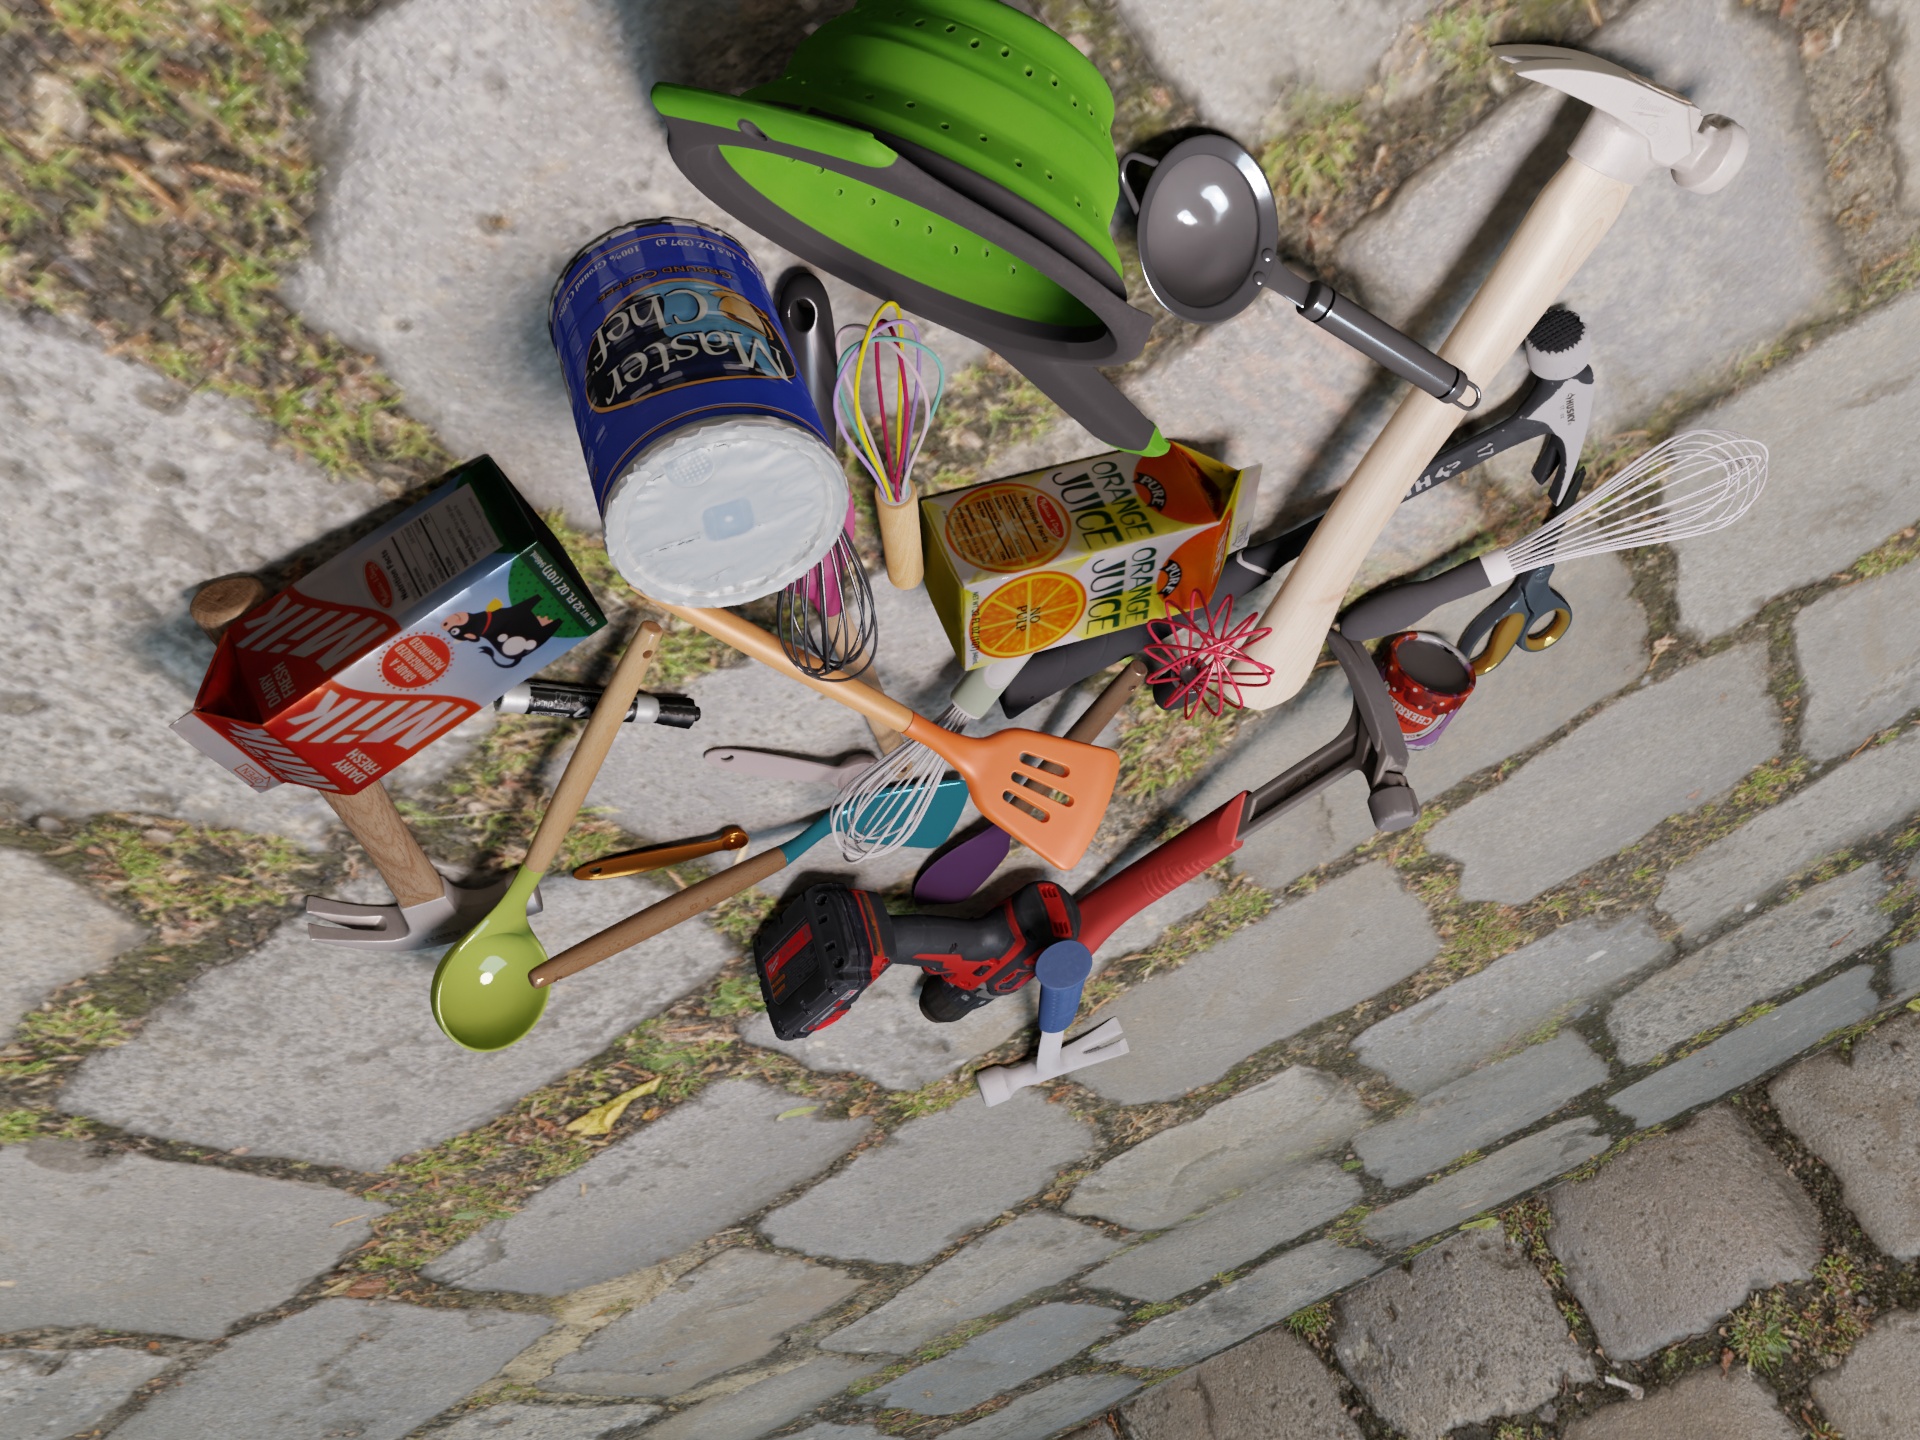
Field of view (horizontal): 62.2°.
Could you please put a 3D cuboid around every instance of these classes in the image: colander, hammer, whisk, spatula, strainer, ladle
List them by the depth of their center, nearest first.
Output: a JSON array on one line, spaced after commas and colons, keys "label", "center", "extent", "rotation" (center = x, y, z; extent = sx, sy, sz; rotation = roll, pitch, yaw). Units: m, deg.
[{"label": "colander", "center": [0.030, -0.214, 0.707], "extent": [0.396, 0.205, 0.094], "rotation": [19, 95, -63]}, {"label": "strainer", "center": [0.169, -0.211, 0.792], "extent": [0.258, 0.050, 0.087], "rotation": [22, 90, -27]}, {"label": "whisk", "center": [-0.032, -0.128, 0.798], "extent": [0.051, 0.047, 0.244], "rotation": [-8, 159, -1]}, {"label": "whisk", "center": [-0.071, -0.114, 0.807], "extent": [0.055, 0.055, 0.238], "rotation": [-12, 133, -14]}, {"label": "hammer", "center": [0.249, -0.166, 0.890], "extent": [0.146, 0.038, 0.410], "rotation": [11, 129, -23]}, {"label": "hammer", "center": [-0.343, 0.039, 0.890], "extent": [0.130, 0.031, 0.331], "rotation": [-17, 144, -8]}, {"label": "spatula", "center": [-0.046, -0.009, 0.916], "extent": [0.322, 0.041, 0.081], "rotation": [28, 83, -29]}, {"label": "ladle", "center": [-0.235, 0.075, 0.930], "extent": [0.078, 0.062, 0.320], "rotation": [-1, 134, -45]}, {"label": "whisk", "center": [0.137, -0.029, 0.946], "extent": [0.073, 0.073, 0.296], "rotation": [-23, 175, 1]}, {"label": "whisk", "center": [-0.002, -0.003, 0.988], "extent": [0.057, 0.059, 0.246], "rotation": [30, 111, -23]}, {"label": "hammer", "center": [0.203, -0.105, 0.995], "extent": [0.409, 0.036, 0.149], "rotation": [-27, 145, 8]}, {"label": "spatula", "center": [-0.132, 0.106, 1.036], "extent": [0.317, 0.044, 0.082], "rotation": [-25, 154, -34]}, {"label": "whisk", "center": [0.385, -0.114, 1.047], "extent": [0.284, 0.070, 0.070], "rotation": [-24, 146, 20]}, {"label": "spatula", "center": [0.044, 0.054, 1.108], "extent": [0.059, 0.018, 0.315], "rotation": [2, 145, -30]}, {"label": "hammer", "center": [0.182, 0.081, 1.186], "extent": [0.036, 0.149, 0.359], "rotation": [10, 145, -36]}, {"label": "hammer", "center": [0.083, 0.250, 1.320], "extent": [0.144, 0.035, 0.405], "rotation": [-19, 158, -7]}]

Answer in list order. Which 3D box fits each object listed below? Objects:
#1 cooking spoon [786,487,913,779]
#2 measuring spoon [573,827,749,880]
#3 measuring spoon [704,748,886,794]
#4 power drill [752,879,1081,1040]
[{"label": "cooking spoon", "center": [-0.069, -0.051, 0.931], "extent": [0.069, 0.017, 0.318], "rotation": [-30, 145, -7]}, {"label": "measuring spoon", "center": [-0.198, 0.088, 1.053], "extent": [0.117, 0.011, 0.021], "rotation": [-12, 143, -8]}, {"label": "measuring spoon", "center": [-0.106, 0.026, 1.021], "extent": [0.124, 0.018, 0.034], "rotation": [9, 137, -27]}, {"label": "power drill", "center": [-0.040, 0.187, 1.208], "extent": [0.226, 0.080, 0.188], "rotation": [2, 147, -36]}]
